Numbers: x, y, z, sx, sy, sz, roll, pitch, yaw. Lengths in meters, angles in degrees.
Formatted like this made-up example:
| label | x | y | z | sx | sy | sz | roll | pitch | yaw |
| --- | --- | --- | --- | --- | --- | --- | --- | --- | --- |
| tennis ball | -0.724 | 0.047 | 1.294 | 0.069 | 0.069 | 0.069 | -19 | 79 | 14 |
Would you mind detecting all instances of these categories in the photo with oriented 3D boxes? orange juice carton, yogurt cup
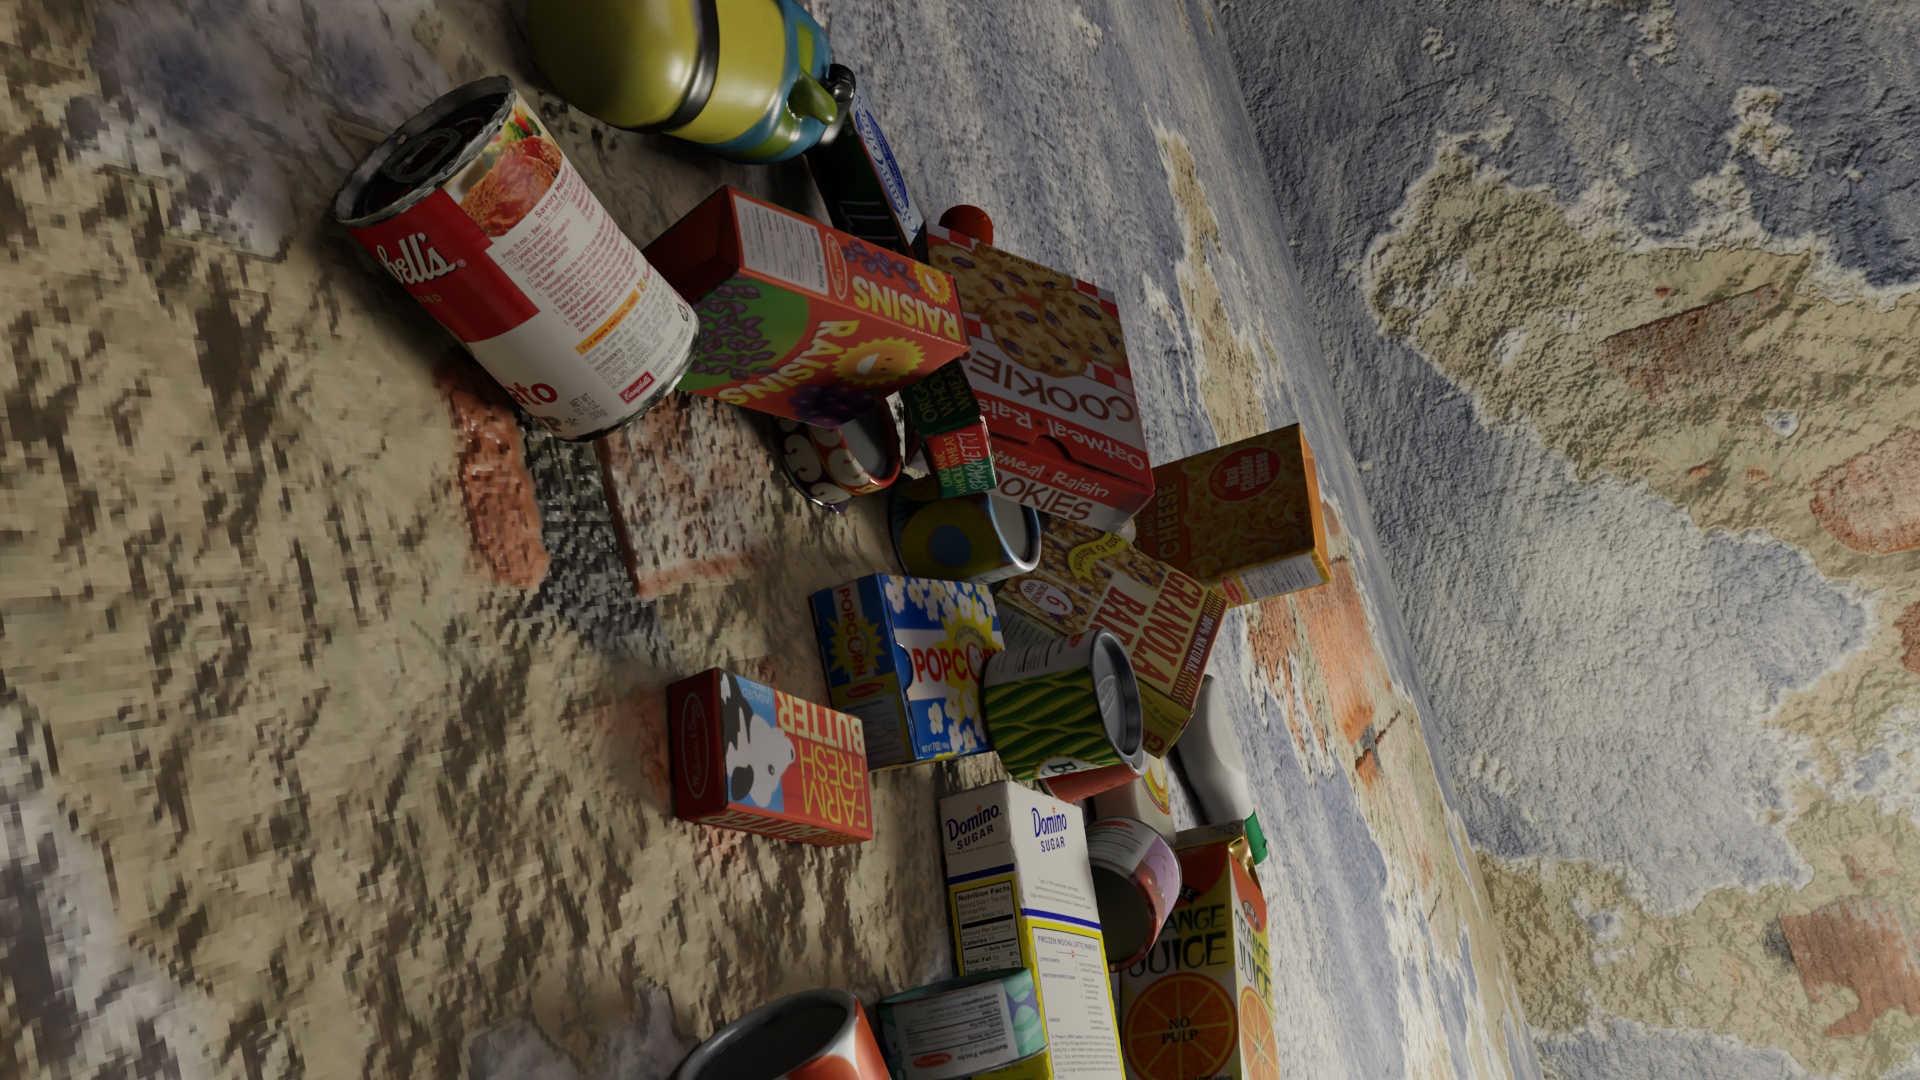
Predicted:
| label | x | y | z | sx | sy | sz | roll | pitch | yaw |
| --- | --- | --- | --- | --- | --- | --- | --- | --- | --- |
| orange juice carton | 0.144 | 0.257 | 0.843 | 0.072 | 0.071 | 0.194 | 55 | 29 | -38 |
| yogurt cup | 0.077 | 0.117 | 0.816 | 0.072 | 0.054 | 0.073 | 46 | 35 | -46 |

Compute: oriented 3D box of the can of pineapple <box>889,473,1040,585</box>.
| label | x | y | z | sx | sy | sz | roll | pitch | yaw |
| --- | --- | --- | --- | --- | --- | --- | --- | --- | --- |
| can of pineapple | 0.003 | -0.009 | 0.734 | 0.071 | 0.058 | 0.071 | 47 | 33 | -45 |

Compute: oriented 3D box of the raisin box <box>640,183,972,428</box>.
| label | x | y | z | sx | sy | sz | roll | pitch | yaw |
| --- | --- | --- | --- | --- | --- | --- | --- | --- | --- |
| raisin box | -0.069 | -0.088 | 0.556 | 0.123 | 0.086 | 0.040 | 11 | 60 | -48 |

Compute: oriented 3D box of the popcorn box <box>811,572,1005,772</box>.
| label | x | y | z | sx | sy | sz | roll | pitch | yaw |
| --- | --- | --- | --- | --- | --- | --- | --- | --- | --- |
| popcorn box | -0.017 | 0.063 | 0.663 | 0.127 | 0.038 | 0.085 | 10 | 66 | -65 |

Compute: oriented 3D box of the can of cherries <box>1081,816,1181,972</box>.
| label | x | y | z | sx | sy | sz | roll | pitch | yaw |
| --- | --- | --- | --- | --- | --- | --- | --- | --- | --- |
| can of cherries | 0.083 | 0.194 | 0.757 | 0.058 | 0.071 | 0.071 | -28 | 100 | -67 |

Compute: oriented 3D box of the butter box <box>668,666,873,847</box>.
| label | x | y | z | sx | sy | sz | roll | pitch | yaw |
| --- | --- | --- | --- | --- | --- | --- | --- | --- | --- |
| butter box | -0.071 | 0.087 | 0.539 | 0.103 | 0.024 | 0.053 | 33 | 44 | -57 |

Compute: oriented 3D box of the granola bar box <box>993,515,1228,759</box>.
| label | x | y | z | sx | sy | sz | roll | pitch | yaw |
| --- | --- | --- | --- | --- | --- | --- | --- | --- | --- |
| granola bar box | 0.088 | 0.048 | 0.822 | 0.124 | 0.039 | 0.166 | 31 | 25 | 6 |

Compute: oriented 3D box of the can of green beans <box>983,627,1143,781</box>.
| label | x | y | z | sx | sy | sz | roll | pitch | yaw |
| --- | --- | --- | --- | --- | --- | --- | --- | --- | --- |
| can of green beans | 0.051 | 0.080 | 0.677 | 0.071 | 0.058 | 0.071 | 46 | 36 | -49 |

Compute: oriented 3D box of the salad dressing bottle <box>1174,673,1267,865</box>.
| label | x | y | z | sx | sy | sz | roll | pitch | yaw |
| --- | --- | --- | --- | --- | --- | --- | --- | --- | --- |
| salad dressing bottle | 0.194 | 0.176 | 1.054 | 0.147 | 0.044 | 0.064 | 70 | 21 | -8 |

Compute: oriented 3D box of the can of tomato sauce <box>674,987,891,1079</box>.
| label | x | y | z | sx | sy | sz | roll | pitch | yaw |
| --- | --- | --- | --- | --- | --- | --- | --- | --- | --- |
| can of tomato sauce | -0.048 | 0.200 | 0.456 | 0.083 | 0.071 | 0.071 | 69 | 23 | -6 |

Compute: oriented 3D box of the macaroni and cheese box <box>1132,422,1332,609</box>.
| label | x | y | z | sx | sy | sz | roll | pitch | yaw |
| --- | --- | --- | --- | --- | --- | --- | --- | --- | --- |
| macaroni and cheese box | 0.163 | -0.004 | 0.956 | 0.040 | 0.166 | 0.124 | 55 | 28 | -37 |

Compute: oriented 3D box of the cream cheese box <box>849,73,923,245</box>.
| label | x | y | z | sx | sy | sz | roll | pitch | yaw |
| --- | --- | --- | --- | --- | --- | --- | --- | --- | --- |
| cream cheese box | -0.055 | -0.212 | 0.796 | 0.103 | 0.024 | 0.053 | 66 | 25 | -14 |

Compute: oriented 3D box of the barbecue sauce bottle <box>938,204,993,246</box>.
| label | x | y | z | sx | sy | sz | roll | pitch | yaw |
| --- | --- | --- | --- | --- | --- | --- | --- | --- | --- |
| barbecue sauce bottle | -0.001 | -0.151 | 0.848 | 0.064 | 0.043 | 0.149 | 45 | 33 | -32 |

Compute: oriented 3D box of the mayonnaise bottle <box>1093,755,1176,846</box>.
| label | x | y | z | sx | sy | sz | roll | pitch | yaw |
| --- | --- | --- | --- | --- | --- | --- | --- | --- | --- |
| mayonnaise bottle | 0.103 | 0.122 | 0.888 | 0.064 | 0.041 | 0.148 | 32 | 45 | -54 |

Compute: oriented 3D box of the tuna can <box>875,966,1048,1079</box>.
| label | x | y | z | sx | sy | sz | roll | pitch | yaw |
| --- | --- | --- | --- | --- | --- | --- | --- | --- | --- |
| tuna can | 0.000 | 0.198 | 0.569 | 0.071 | 0.071 | 0.033 | 15 | 60 | -64 |

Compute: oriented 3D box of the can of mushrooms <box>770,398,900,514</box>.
| label | x | y | z | sx | sy | sz | roll | pitch | yaw |
| --- | --- | --- | --- | --- | --- | --- | --- | --- | --- |
| can of mushrooms | -0.057 | -0.050 | 0.660 | 0.071 | 0.033 | 0.071 | 49 | 31 | -44 |

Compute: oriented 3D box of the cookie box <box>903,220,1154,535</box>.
| label | x | y | z | sx | sy | sz | roll | pitch | yaw |
| --- | --- | --- | --- | --- | --- | --- | --- | --- | --- |
| cookie box | 0.031 | -0.090 | 0.738 | 0.123 | 0.040 | 0.168 | 17 | 42 | -20 |

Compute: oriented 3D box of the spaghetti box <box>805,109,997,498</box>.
| label | x | y | z | sx | sy | sz | roll | pitch | yaw |
| --- | --- | --- | --- | --- | --- | --- | --- | --- | --- |
| spaghetti box | -0.036 | -0.128 | 0.669 | 0.050 | 0.029 | 0.251 | 76 | -6 | -55 |
